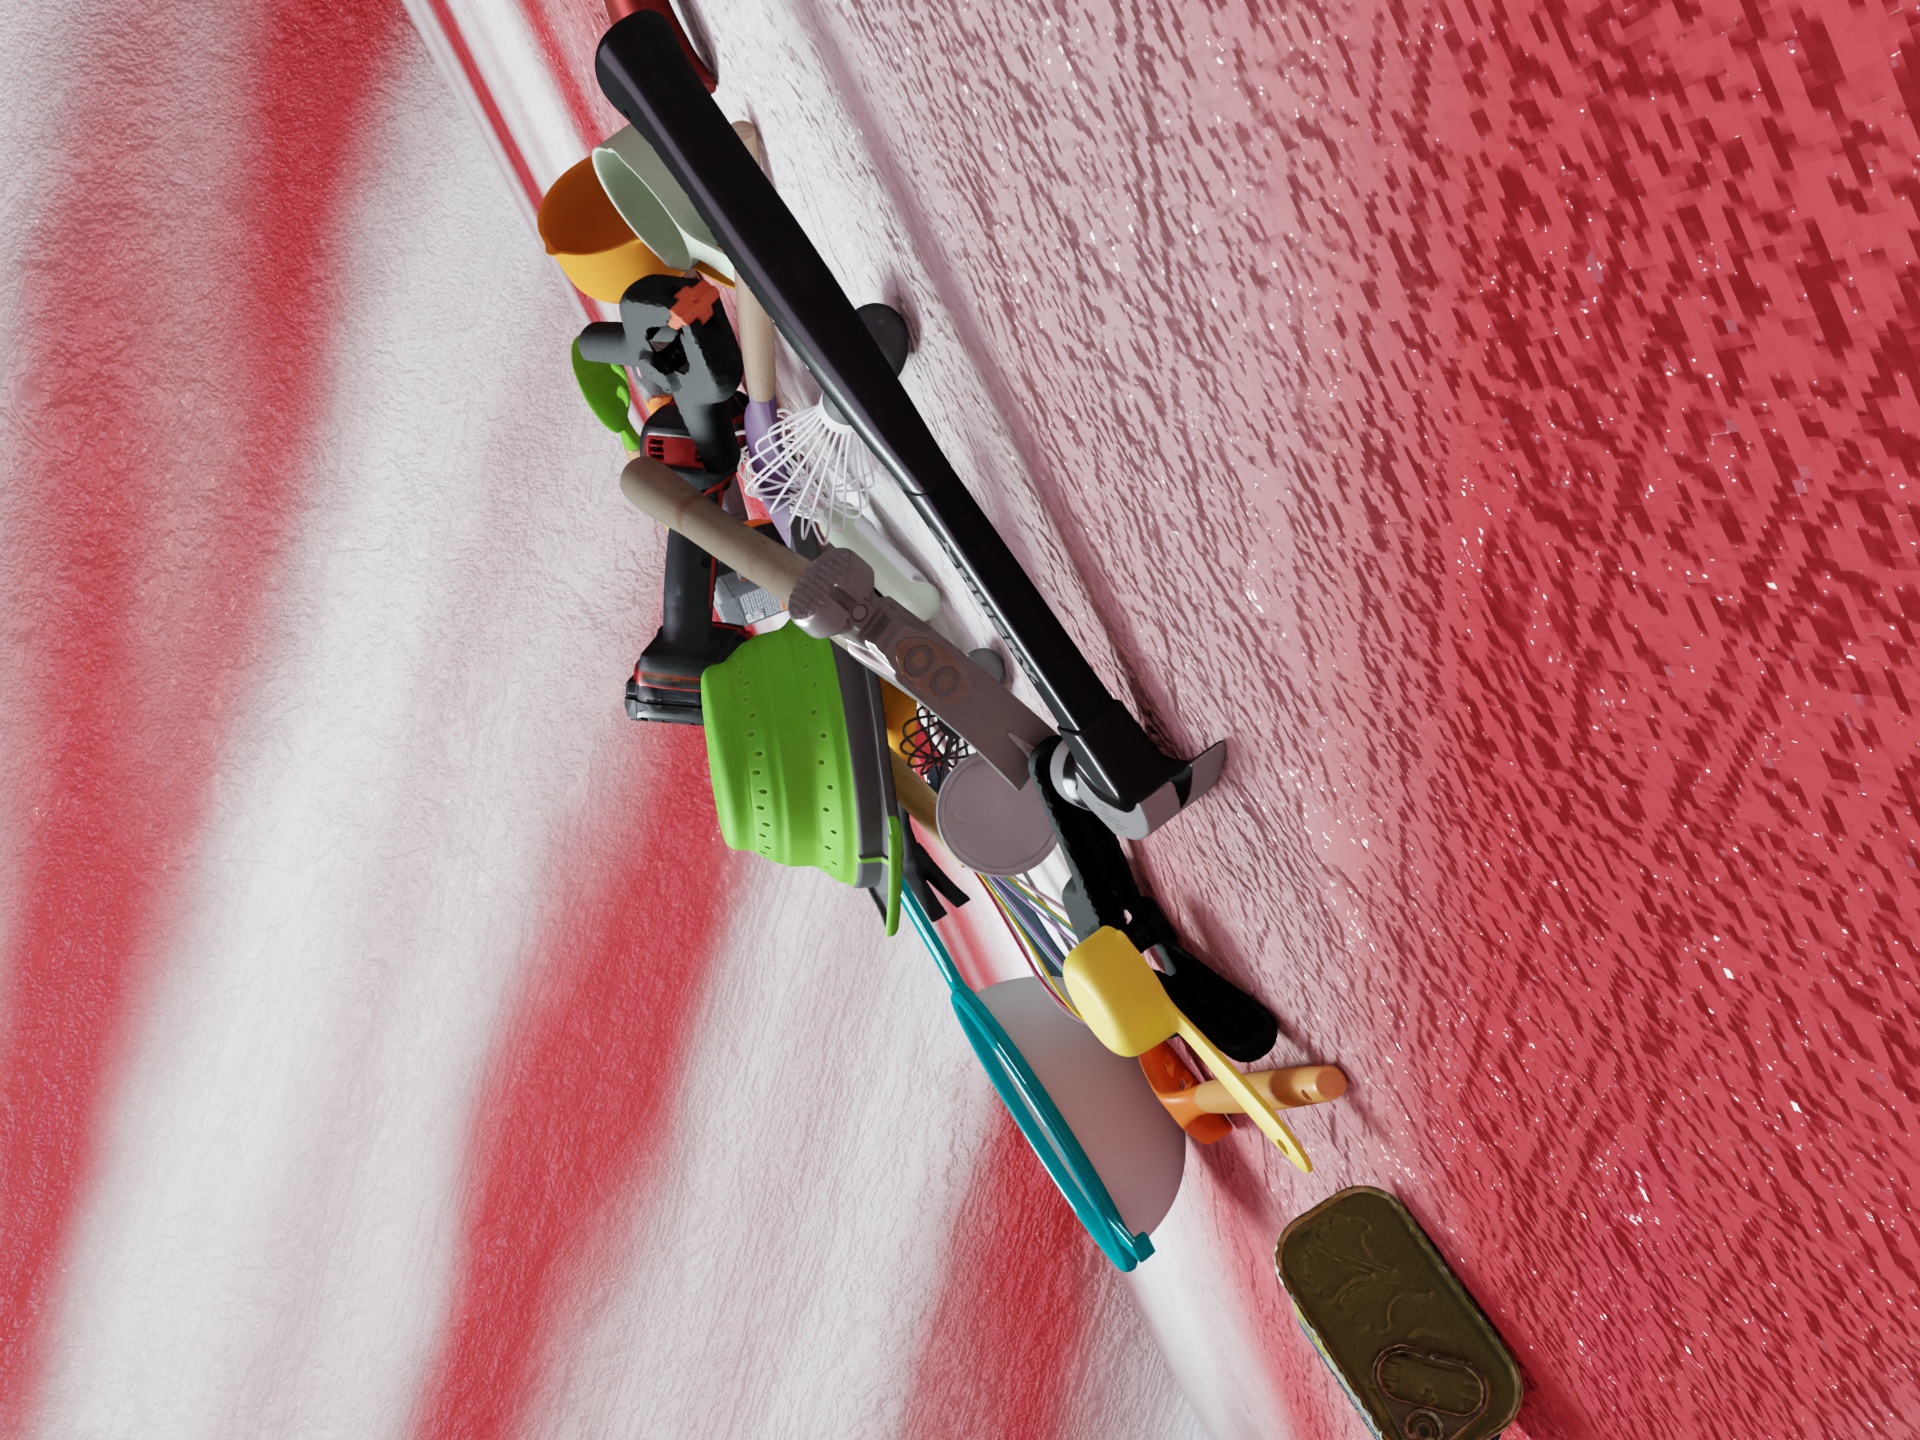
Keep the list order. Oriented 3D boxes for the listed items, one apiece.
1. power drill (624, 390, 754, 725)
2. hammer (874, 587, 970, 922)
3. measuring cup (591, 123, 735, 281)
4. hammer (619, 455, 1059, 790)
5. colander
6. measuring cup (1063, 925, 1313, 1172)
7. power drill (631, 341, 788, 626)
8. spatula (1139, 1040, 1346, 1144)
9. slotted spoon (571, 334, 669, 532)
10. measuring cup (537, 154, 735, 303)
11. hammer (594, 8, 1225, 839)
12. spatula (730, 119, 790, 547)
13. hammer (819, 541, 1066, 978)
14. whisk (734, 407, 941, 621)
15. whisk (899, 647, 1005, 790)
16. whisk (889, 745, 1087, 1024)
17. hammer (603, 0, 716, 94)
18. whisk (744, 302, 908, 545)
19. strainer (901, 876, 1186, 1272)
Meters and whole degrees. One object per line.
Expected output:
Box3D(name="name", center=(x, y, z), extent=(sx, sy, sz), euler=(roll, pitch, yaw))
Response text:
Box3D(name="power drill", center=(-0.180, -0.125, 1.127), extent=(0.188, 0.080, 0.226), euler=(-80, -6, -72))
Box3D(name="hammer", center=(-0.040, 0.014, 1.066), extent=(0.127, 0.034, 0.336), euler=(53, 162, 27))
Box3D(name="measuring cup", center=(-0.123, -0.254, 0.815), extent=(0.168, 0.038, 0.083), euler=(37, 165, 27))
Box3D(name="hammer", center=(-0.095, -0.077, 0.847), extent=(0.146, 0.038, 0.411), euler=(39, 178, -33))
Box3D(name="colander", center=(-0.121, -0.044, 1.001), extent=(0.204, 0.094, 0.398), euler=(95, 163, -49))
Box3D(name="measuring cup", center=(0.090, 0.143, 0.668), extent=(0.157, 0.029, 0.062), euler=(44, 159, 52))
Box3D(name="power drill", center=(-0.197, -0.199, 1.257), extent=(0.164, 0.084, 0.226), euler=(108, 140, -80))
Box3D(name="spatula", center=(0.131, 0.172, 0.757), extent=(0.081, 0.041, 0.322), euler=(51, 166, 8))
Box3D(name="slotted spoon", center=(-0.255, -0.212, 1.263), extent=(0.313, 0.031, 0.070), euler=(87, 173, -74))
Box3D(name="measuring cup", center=(-0.166, -0.266, 0.910), extent=(0.174, 0.095, 0.052), euler=(35, 166, 28))
Box3D(name="hammer", center=(-0.018, -0.096, 0.561), extent=(0.334, 0.035, 0.146), euler=(55, 173, -10))
Box3D(name="spatula", center=(-0.104, -0.187, 0.818), extent=(0.060, 0.018, 0.315), euler=(60, 165, 19))
Box3D(name="hammer", center=(-0.014, 0.044, 1.173), extent=(0.386, 0.038, 0.143), euler=(58, 171, 13))
Box3D(name="whisk", center=(-0.075, -0.122, 0.938), extent=(0.057, 0.059, 0.247), euler=(14, -158, -39))
Box3D(name="whisk", center=(0.000, -0.004, 0.896), extent=(0.055, 0.055, 0.239), euler=(59, 168, 7))
Box3D(name="whisk", center=(0.021, 0.099, 0.978), extent=(0.245, 0.047, 0.051), euler=(45, 159, 18))
Box3D(name="hammer", center=(-0.177, -0.398, 0.590), extent=(0.149, 0.036, 0.358), euler=(53, 169, 45))
Box3D(name="whisk", center=(-0.056, -0.136, 0.732), extent=(0.070, 0.070, 0.284), euler=(60, 167, -1))
Box3D(name="strainer", center=(0.053, 0.193, 1.063), extent=(0.340, 0.095, 0.211), euler=(58, 171, 13))
